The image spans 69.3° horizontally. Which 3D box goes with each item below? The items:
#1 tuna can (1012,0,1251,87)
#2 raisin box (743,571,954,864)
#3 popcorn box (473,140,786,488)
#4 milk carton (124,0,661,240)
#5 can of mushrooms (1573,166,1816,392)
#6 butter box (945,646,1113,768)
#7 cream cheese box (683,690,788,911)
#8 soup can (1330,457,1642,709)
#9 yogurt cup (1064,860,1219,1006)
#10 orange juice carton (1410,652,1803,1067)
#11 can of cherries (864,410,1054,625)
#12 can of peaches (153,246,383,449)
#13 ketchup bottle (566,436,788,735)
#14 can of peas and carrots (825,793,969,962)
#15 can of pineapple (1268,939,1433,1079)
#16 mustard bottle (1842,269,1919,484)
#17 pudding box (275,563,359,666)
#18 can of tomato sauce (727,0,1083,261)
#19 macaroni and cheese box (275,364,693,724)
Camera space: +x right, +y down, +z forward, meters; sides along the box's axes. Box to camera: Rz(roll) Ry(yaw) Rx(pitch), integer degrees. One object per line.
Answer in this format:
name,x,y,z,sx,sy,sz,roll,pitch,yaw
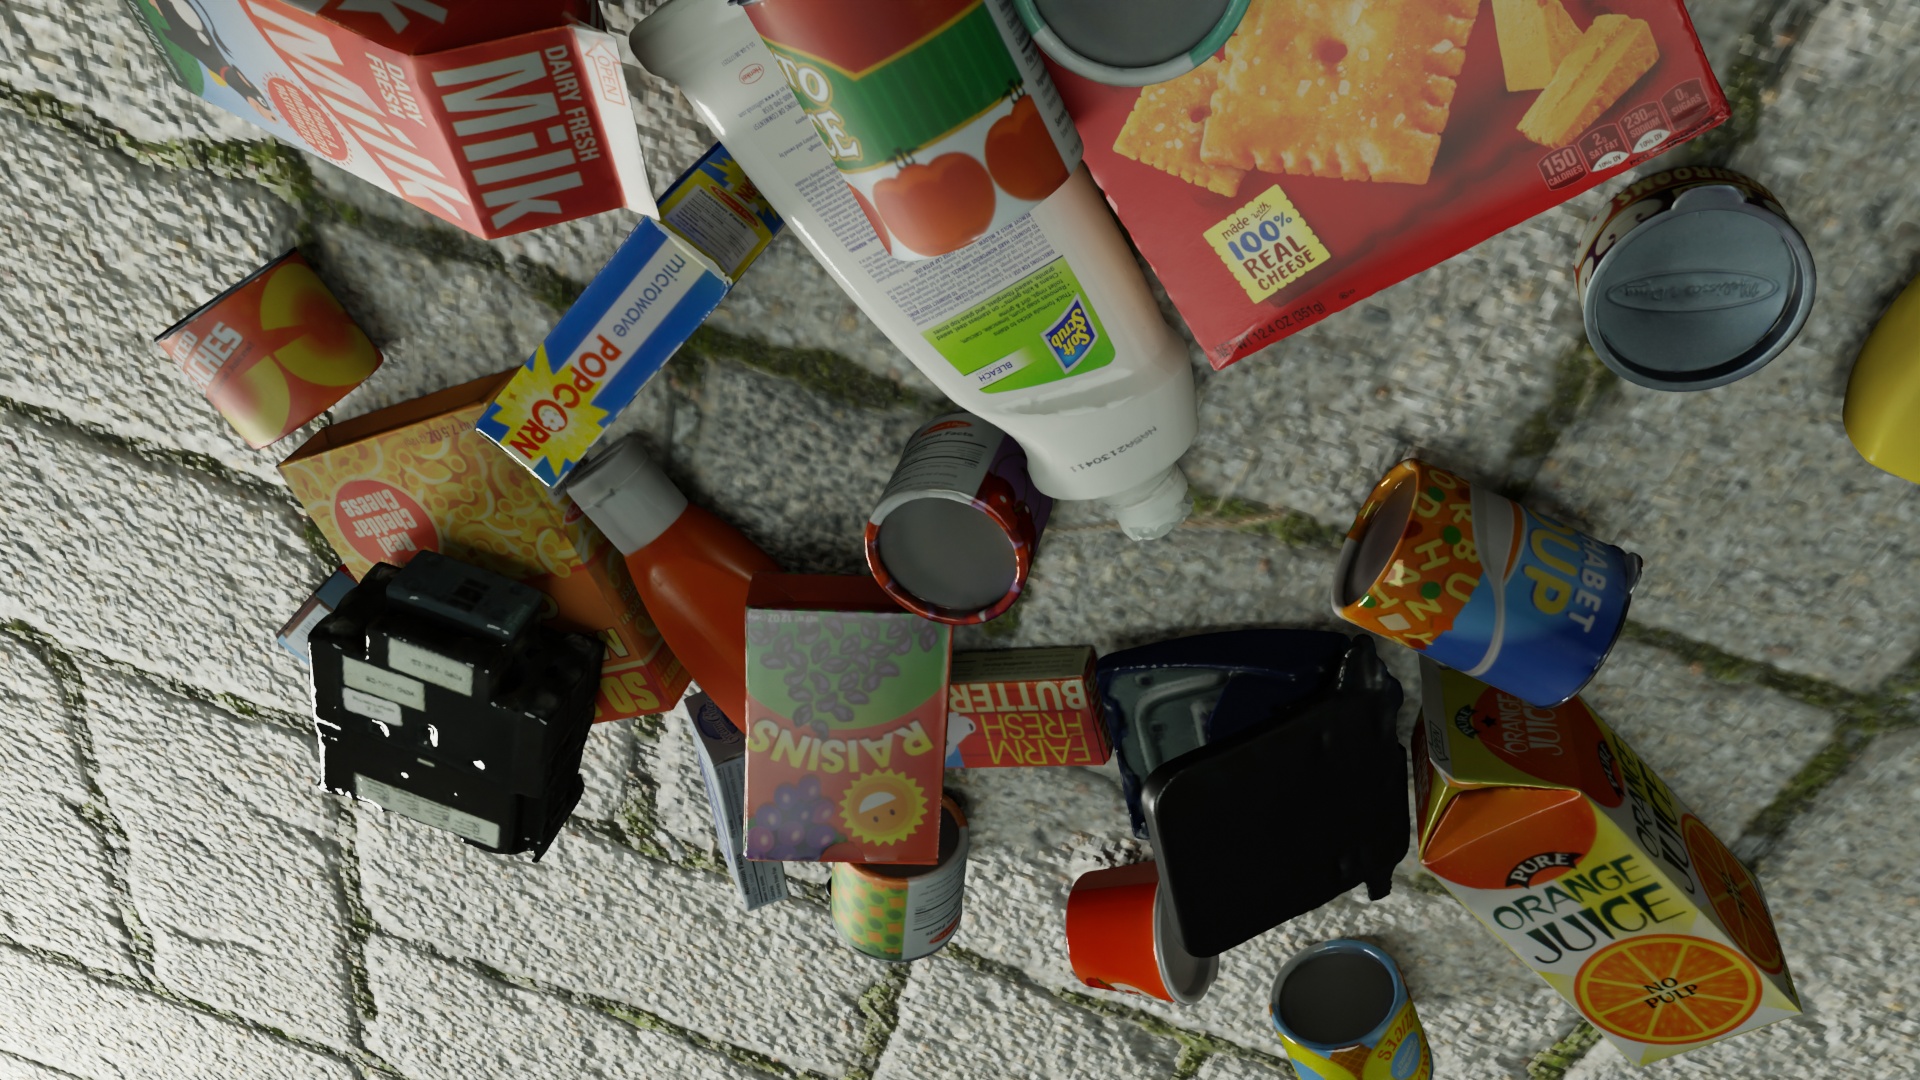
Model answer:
tuna can,0.047,-0.157,0.361,0.071,0.033,0.070,9,126,12
raisin box,-0.048,0.077,0.594,0.086,0.040,0.122,2,112,-6
popcorn box,-0.117,-0.086,0.513,0.038,0.085,0.126,41,125,-15
milk carton,-0.175,-0.161,0.439,0.191,0.074,0.072,28,152,18
can of mushrooms,0.235,-0.086,0.448,0.071,0.034,0.070,8,126,11
butter box,0.014,0.077,0.631,0.103,0.024,0.053,-4,122,18
cream cheese box,-0.109,0.127,0.681,0.024,0.053,0.103,-18,126,-18
soup can,0.190,0.013,0.510,0.084,0.072,0.071,24,127,-2
yogurt cup,0.085,0.186,0.665,0.054,0.073,0.072,-9,122,31
orange juice carton,0.249,0.124,0.569,0.192,0.072,0.072,42,124,-16
can of cherries,0.002,-0.007,0.553,0.071,0.059,0.071,7,126,11
can of peaches,-0.286,-0.078,0.575,0.071,0.071,0.058,-20,118,27
ketchup bottle,-0.111,0.021,0.613,0.064,0.044,0.148,-32,112,16
can of peas and carrots,-0.032,0.159,0.677,0.071,0.071,0.058,11,126,8
can of pineapple,0.189,0.236,0.668,0.071,0.071,0.057,-13,120,23
mustard bottle,0.333,-0.087,0.410,0.065,0.049,0.159,19,127,2
pudding box,-0.294,0.057,0.698,0.083,0.030,0.049,43,123,-16
can of tomato sauce,-0.014,-0.130,0.389,0.071,0.071,0.083,-18,121,26
macaroni and cheese box,-0.211,0.012,0.638,0.123,0.040,0.165,-12,120,24
